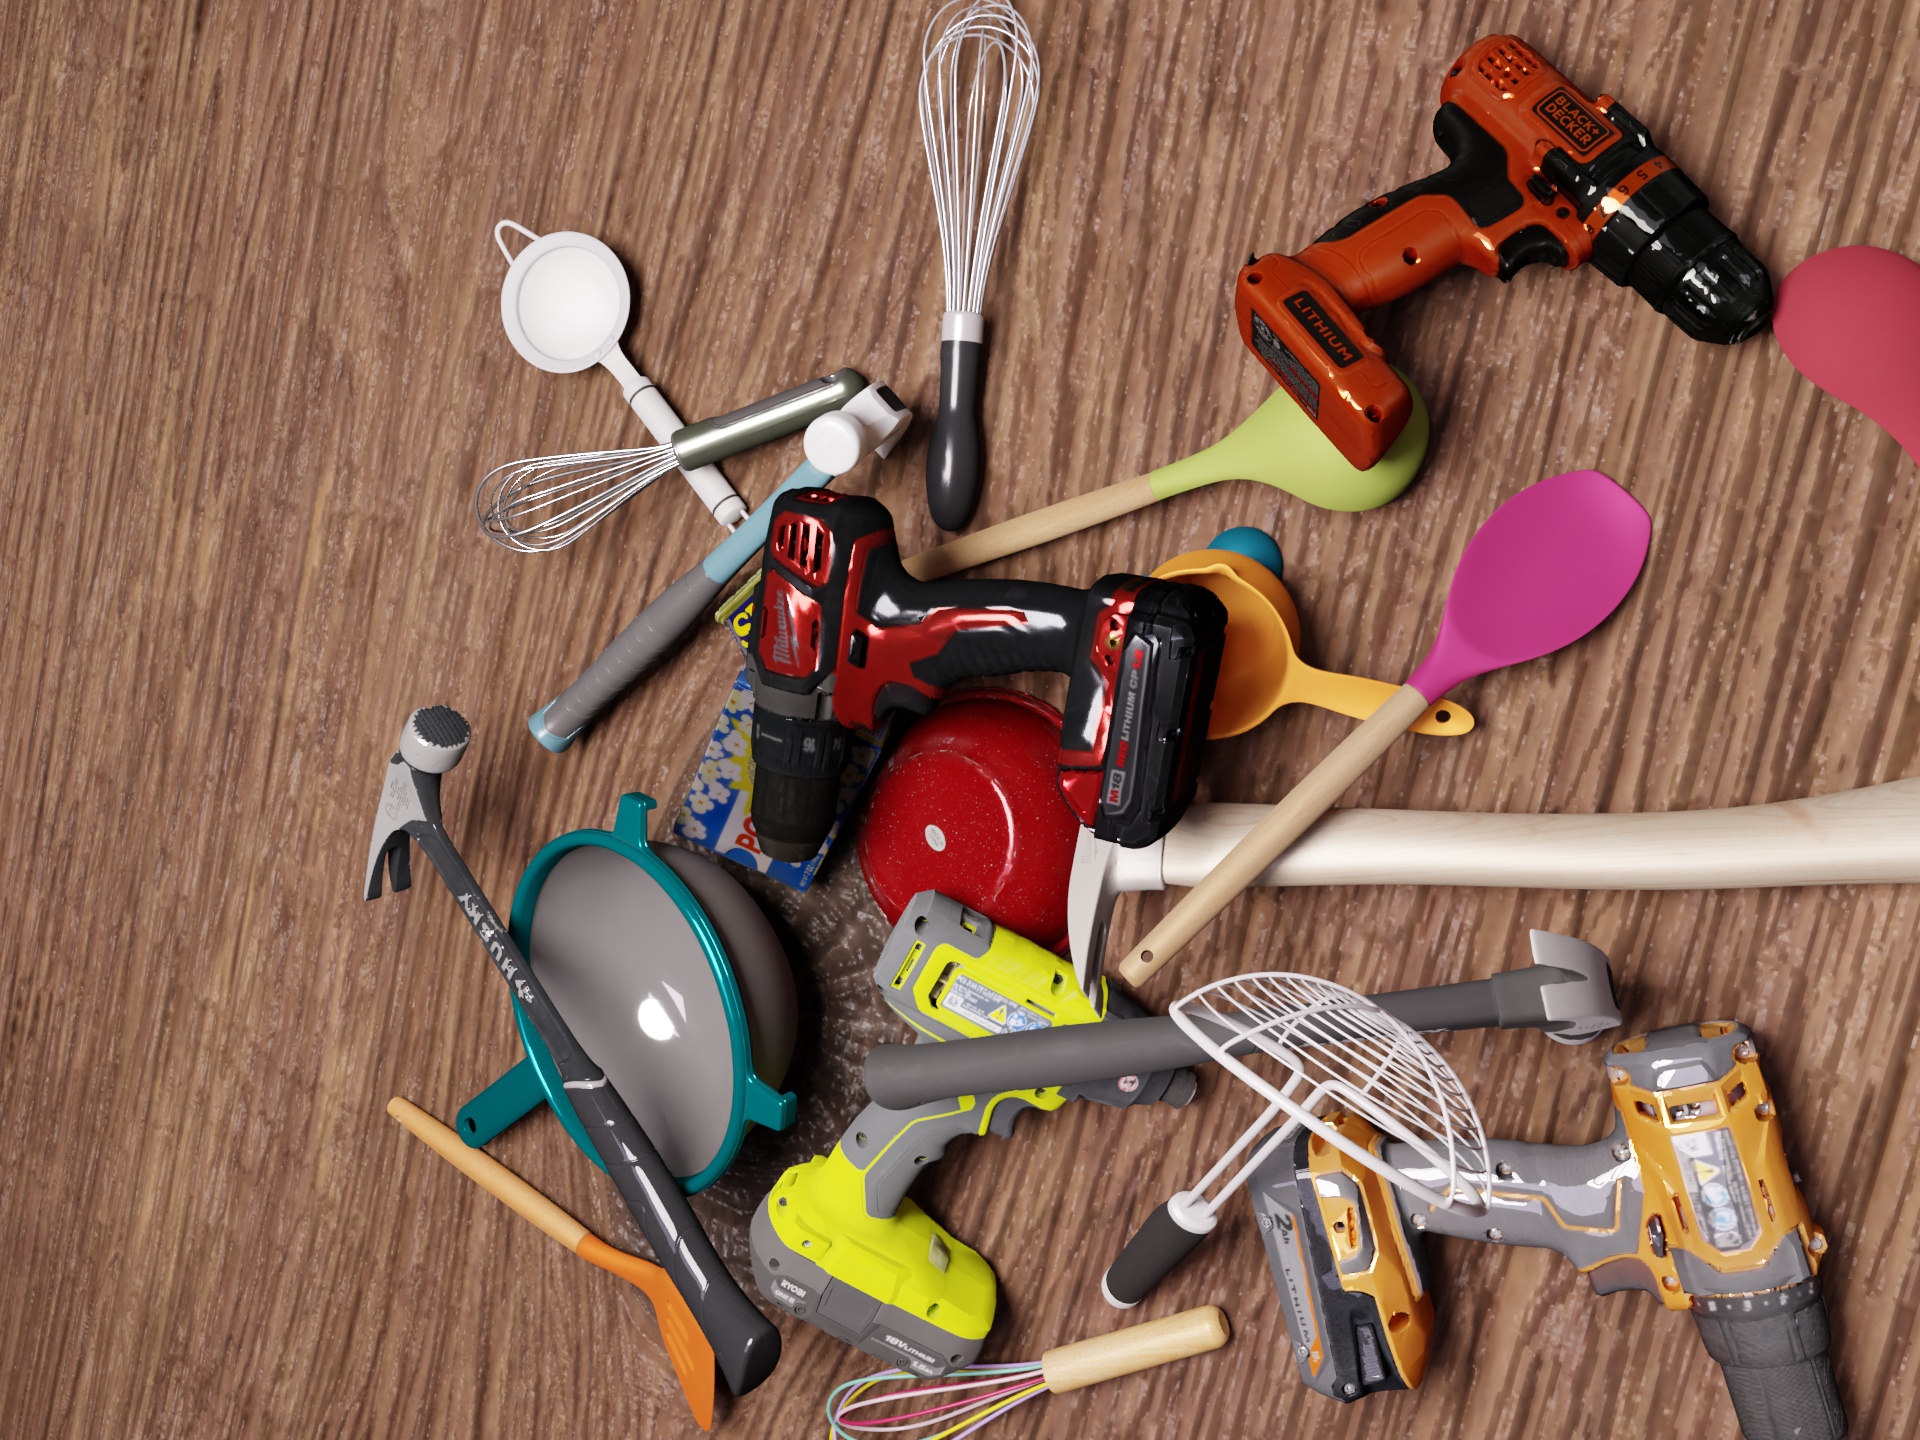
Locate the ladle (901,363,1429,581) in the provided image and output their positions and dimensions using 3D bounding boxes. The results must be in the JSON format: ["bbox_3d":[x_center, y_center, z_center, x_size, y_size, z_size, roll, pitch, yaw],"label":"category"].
[{"bbox_3d":[0.085,-0.111,0.829,0.320,0.062,0.078,-16,73,34],"label":"ladle"}]

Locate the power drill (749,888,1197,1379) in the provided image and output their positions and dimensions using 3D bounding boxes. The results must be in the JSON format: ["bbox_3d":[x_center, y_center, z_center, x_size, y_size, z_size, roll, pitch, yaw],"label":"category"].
[{"bbox_3d":[0.002,0.219,0.823,0.171,0.080,0.223,29,105,-3],"label":"power drill"}]

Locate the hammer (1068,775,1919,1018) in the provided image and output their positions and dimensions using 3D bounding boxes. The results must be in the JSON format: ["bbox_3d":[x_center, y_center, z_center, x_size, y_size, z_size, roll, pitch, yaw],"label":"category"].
[{"bbox_3d":[0.247,0.066,0.708,0.411,0.038,0.146,-3,54,24],"label":"hammer"}]

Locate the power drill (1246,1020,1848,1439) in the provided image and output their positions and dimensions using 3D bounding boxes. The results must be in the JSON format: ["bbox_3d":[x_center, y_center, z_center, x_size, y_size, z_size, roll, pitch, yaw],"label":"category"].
[{"bbox_3d":[0.261,0.245,0.707,0.226,0.084,0.185,-18,83,22],"label":"power drill"}]

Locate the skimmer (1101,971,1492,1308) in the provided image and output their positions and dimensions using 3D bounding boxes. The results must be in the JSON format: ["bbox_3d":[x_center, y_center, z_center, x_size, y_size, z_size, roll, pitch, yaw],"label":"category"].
[{"bbox_3d":[0.105,0.210,0.671,0.127,0.090,0.363,32,143,9],"label":"skimmer"}]

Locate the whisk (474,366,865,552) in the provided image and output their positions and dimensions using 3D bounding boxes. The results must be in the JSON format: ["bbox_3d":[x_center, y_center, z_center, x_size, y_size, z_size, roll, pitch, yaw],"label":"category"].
[{"bbox_3d":[-0.170,-0.155,0.927,0.246,0.058,0.059,-19,121,8],"label":"whisk"}]

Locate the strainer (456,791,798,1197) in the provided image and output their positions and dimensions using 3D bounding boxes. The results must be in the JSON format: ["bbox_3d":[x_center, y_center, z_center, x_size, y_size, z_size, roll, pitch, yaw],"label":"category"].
[{"bbox_3d":[-0.199,0.185,0.953,0.340,0.095,0.211,-38,75,42],"label":"strainer"}]

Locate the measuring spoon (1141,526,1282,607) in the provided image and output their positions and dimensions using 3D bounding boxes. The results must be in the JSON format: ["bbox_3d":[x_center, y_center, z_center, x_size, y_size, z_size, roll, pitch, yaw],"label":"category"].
[{"bbox_3d":[0.102,-0.068,0.822,0.128,0.021,0.042,-14,83,25],"label":"measuring spoon"}]

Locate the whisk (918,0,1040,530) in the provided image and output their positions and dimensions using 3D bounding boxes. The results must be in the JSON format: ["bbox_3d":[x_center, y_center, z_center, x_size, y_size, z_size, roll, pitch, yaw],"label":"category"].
[{"bbox_3d":[0.003,-0.246,0.863,0.070,0.070,0.284,8,98,28],"label":"whisk"}]

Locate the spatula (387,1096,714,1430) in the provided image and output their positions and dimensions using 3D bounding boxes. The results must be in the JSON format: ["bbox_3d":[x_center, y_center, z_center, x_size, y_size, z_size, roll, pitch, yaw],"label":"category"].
[{"bbox_3d":[-0.260,0.321,1.000,0.323,0.041,0.081,24,123,28],"label":"spatula"}]

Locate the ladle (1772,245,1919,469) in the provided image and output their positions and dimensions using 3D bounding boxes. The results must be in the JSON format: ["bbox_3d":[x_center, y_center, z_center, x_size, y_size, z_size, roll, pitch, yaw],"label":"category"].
[{"bbox_3d":[0.412,-0.057,0.636,0.069,0.031,0.316,-18,76,8],"label":"ladle"}]

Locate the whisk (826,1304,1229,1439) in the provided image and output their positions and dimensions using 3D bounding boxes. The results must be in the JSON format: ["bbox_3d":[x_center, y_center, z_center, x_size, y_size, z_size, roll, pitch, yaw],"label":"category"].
[{"bbox_3d":[0.029,0.349,0.849,0.245,0.047,0.051,-25,90,21],"label":"whisk"}]

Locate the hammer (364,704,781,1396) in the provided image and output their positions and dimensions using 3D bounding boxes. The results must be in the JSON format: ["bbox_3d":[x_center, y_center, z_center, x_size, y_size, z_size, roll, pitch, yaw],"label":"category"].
[{"bbox_3d":[-0.222,0.188,0.886,0.409,0.036,0.149,52,130,19],"label":"hammer"}]

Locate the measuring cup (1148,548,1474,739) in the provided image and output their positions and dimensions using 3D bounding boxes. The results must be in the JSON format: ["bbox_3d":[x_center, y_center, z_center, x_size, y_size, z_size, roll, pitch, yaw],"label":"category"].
[{"bbox_3d":[0.162,-0.029,0.774,0.173,0.052,0.095,16,117,11],"label":"measuring cup"}]

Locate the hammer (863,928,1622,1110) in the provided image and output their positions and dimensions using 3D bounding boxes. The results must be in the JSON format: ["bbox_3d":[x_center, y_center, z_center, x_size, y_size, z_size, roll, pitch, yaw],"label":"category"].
[{"bbox_3d":[0.116,0.140,0.708,0.335,0.146,0.035,-10,71,16],"label":"hammer"}]

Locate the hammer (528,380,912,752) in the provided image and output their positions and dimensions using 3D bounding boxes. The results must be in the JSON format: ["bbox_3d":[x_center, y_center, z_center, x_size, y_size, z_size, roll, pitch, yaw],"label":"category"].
[{"bbox_3d":[-0.147,-0.079,0.908,0.331,0.128,0.033,-38,97,30],"label":"hammer"}]

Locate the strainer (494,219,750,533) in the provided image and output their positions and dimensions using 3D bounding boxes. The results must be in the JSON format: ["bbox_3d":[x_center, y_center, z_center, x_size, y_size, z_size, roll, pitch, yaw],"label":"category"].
[{"bbox_3d":[-0.202,-0.206,0.977,0.087,0.050,0.258,-40,77,12],"label":"strainer"}]

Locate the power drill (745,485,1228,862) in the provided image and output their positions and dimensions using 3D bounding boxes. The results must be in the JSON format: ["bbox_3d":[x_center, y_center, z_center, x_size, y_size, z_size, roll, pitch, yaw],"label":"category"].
[{"bbox_3d":[-0.001,-0.002,0.761,0.227,0.080,0.188,14,105,19],"label":"power drill"}]

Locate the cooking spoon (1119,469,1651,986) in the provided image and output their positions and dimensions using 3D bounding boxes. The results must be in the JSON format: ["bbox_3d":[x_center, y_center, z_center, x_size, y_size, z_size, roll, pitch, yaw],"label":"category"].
[{"bbox_3d":[0.189,0.006,0.724,0.319,0.017,0.069,-44,77,-2],"label":"cooking spoon"}]
